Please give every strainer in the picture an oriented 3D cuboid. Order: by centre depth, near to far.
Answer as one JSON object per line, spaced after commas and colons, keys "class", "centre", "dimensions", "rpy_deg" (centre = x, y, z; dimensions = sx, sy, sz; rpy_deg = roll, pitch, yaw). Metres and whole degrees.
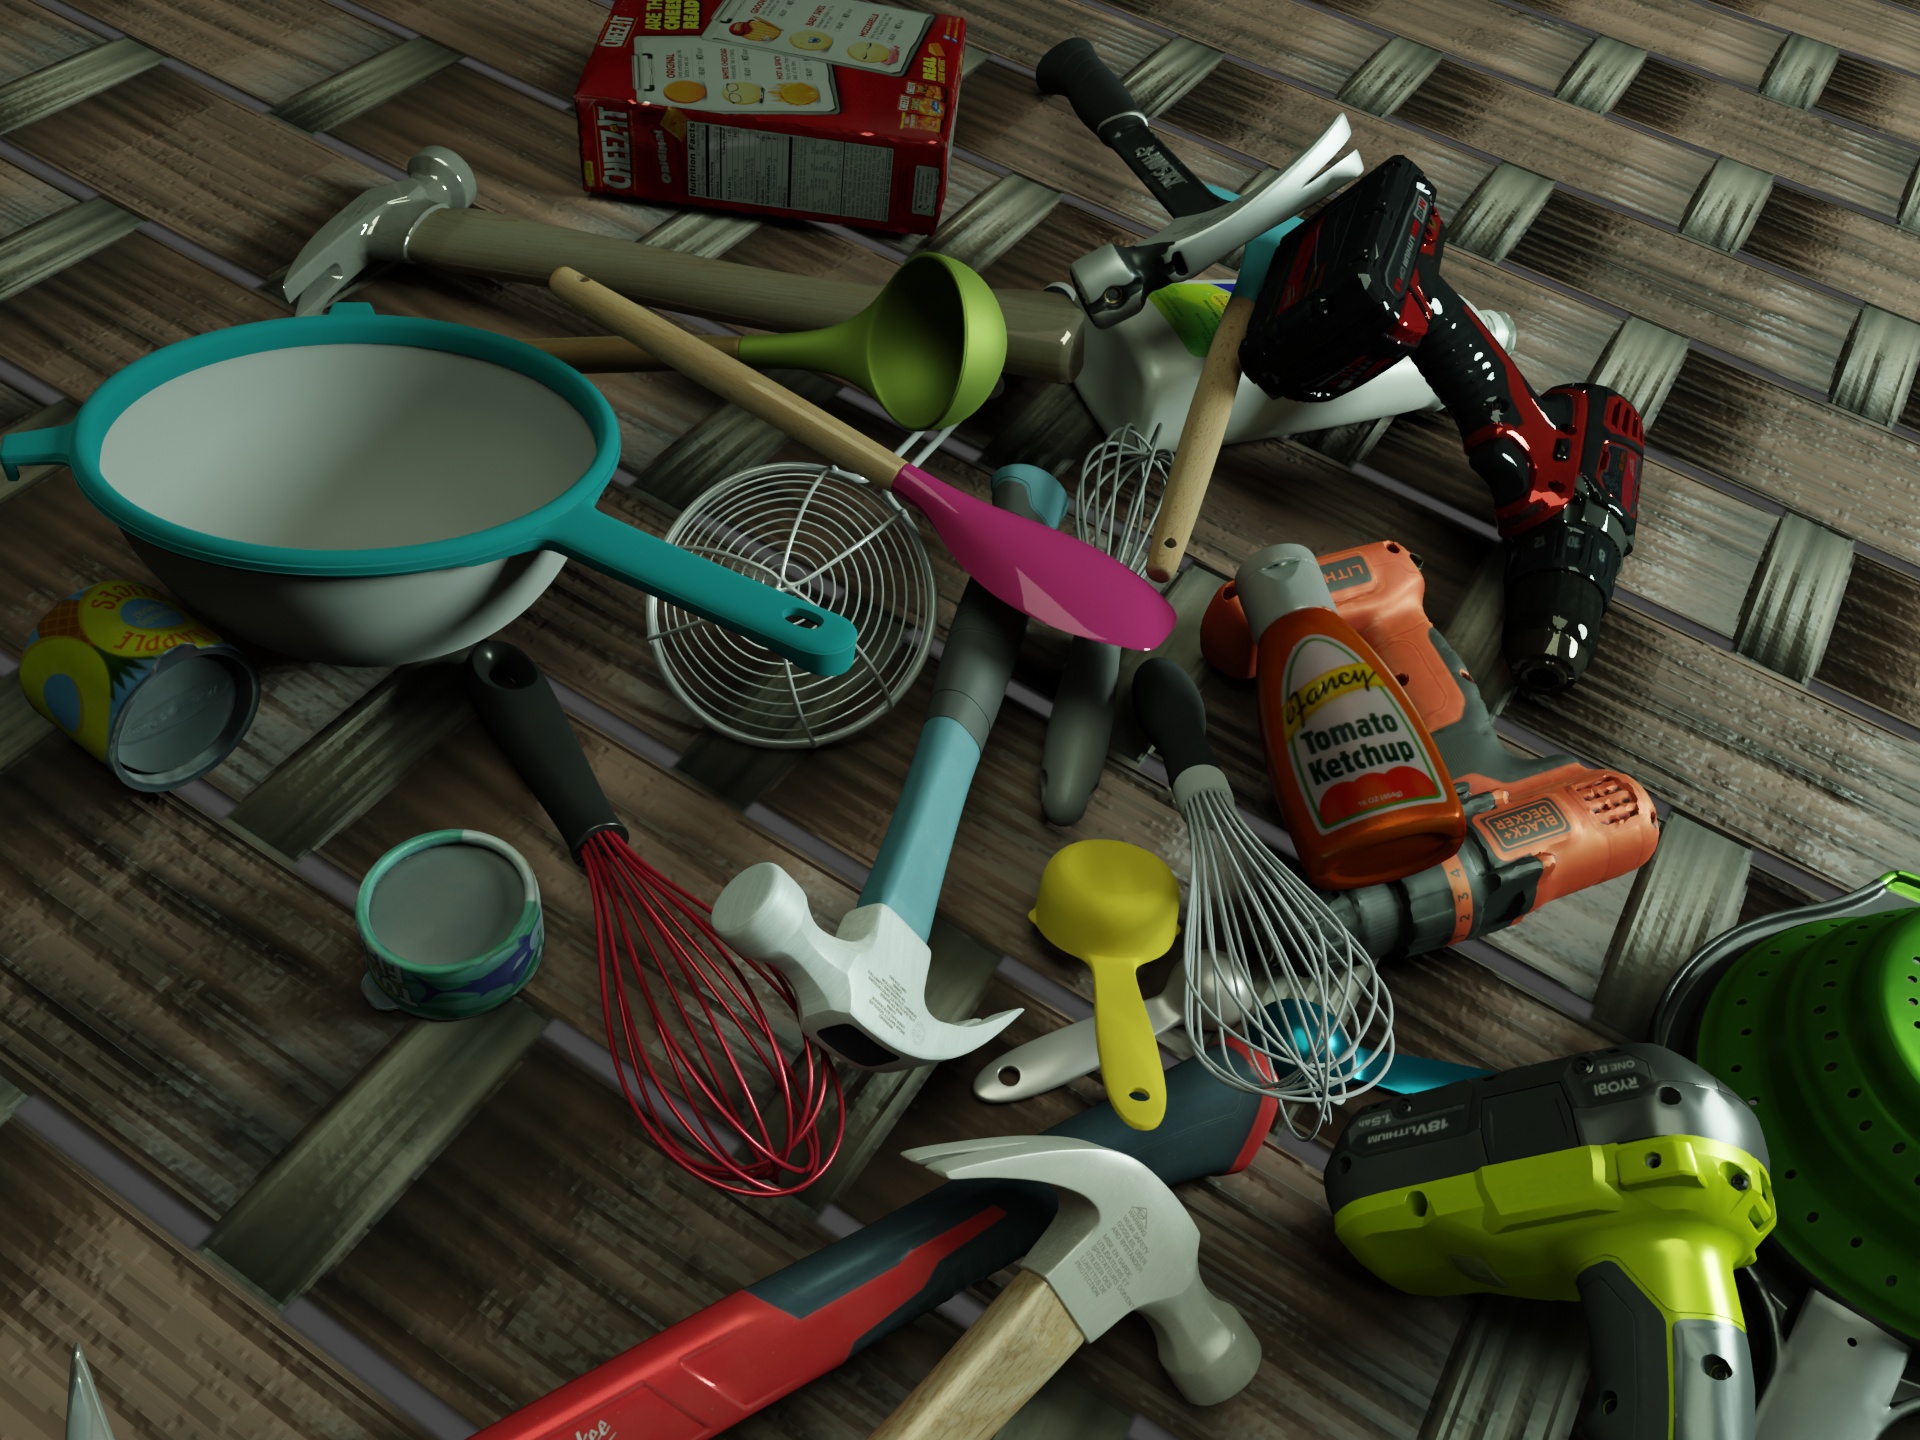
{"class": "strainer", "centre": [-0.196, -0.063, 0.659], "dimensions": [0.340, 0.095, 0.211], "rpy_deg": [24, 39, 16]}

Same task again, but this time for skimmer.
{"class": "skimmer", "centre": [-0.023, -0.123, 0.791], "dimensions": [0.127, 0.090, 0.363], "rpy_deg": [32, 41, 3]}

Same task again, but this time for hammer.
{"class": "hammer", "centre": [-0.052, 0.246, 0.448], "dimensions": [0.331, 0.031, 0.130], "rpy_deg": [-38, 103, -26]}
{"class": "hammer", "centre": [-0.057, 0.174, 0.493], "dimensions": [0.386, 0.038, 0.143], "rpy_deg": [-21, 96, -28]}
{"class": "hammer", "centre": [-0.001, -0.002, 0.648], "dimensions": [0.033, 0.128, 0.331], "rpy_deg": [-20, 33, 32]}
{"class": "hammer", "centre": [-0.140, -0.216, 0.807], "dimensions": [0.411, 0.038, 0.146], "rpy_deg": [14, 50, 15]}
{"class": "hammer", "centre": [0.101, -0.338, 0.910], "dimensions": [0.149, 0.036, 0.409], "rpy_deg": [-26, 33, 9]}

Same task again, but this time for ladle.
{"class": "ladle", "centre": [-0.131, -0.174, 0.747], "dimensions": [0.320, 0.078, 0.062], "rpy_deg": [3, 6, 18]}

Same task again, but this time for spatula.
{"class": "spatula", "centre": [0.131, -0.178, 0.782], "dimensions": [0.082, 0.044, 0.318], "rpy_deg": [22, 55, 0]}

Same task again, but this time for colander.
{"class": "colander", "centre": [0.310, 0.181, 0.521], "dimensions": [0.205, 0.094, 0.397], "rpy_deg": [31, 58, 23]}

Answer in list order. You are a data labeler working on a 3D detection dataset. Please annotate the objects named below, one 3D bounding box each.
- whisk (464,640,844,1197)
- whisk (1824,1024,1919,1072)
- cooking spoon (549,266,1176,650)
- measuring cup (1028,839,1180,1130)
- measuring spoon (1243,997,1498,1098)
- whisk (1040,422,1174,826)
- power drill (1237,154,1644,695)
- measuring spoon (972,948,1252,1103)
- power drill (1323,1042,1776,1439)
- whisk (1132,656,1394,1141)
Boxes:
{"class": "whisk", "centre": [-0.130, 0.061, 0.605], "dimensions": [0.073, 0.073, 0.296], "rpy_deg": [-21, 50, -24]}
{"class": "whisk", "centre": [0.447, 0.122, 0.650], "dimensions": [0.245, 0.047, 0.051], "rpy_deg": [-3, 52, -7]}
{"class": "cooking spoon", "centre": [-0.048, -0.118, 0.688], "dimensions": [0.319, 0.017, 0.069], "rpy_deg": [31, 40, 10]}
{"class": "measuring cup", "centre": [0.060, 0.090, 0.586], "dimensions": [0.062, 0.029, 0.157], "rpy_deg": [5, 25, -4]}
{"class": "measuring spoon", "centre": [0.174, 0.132, 0.610], "dimensions": [0.128, 0.021, 0.042], "rpy_deg": [12, 50, 3]}
{"class": "whisk", "centre": [0.068, -0.051, 0.734], "dimensions": [0.055, 0.055, 0.239], "rpy_deg": [13, 54, 2]}
{"class": "power drill", "centre": [0.242, -0.136, 0.766], "dimensions": [0.226, 0.080, 0.188], "rpy_deg": [38, 53, -20]}
{"class": "measuring spoon", "centre": [0.060, 0.117, 0.609], "dimensions": [0.124, 0.018, 0.034], "rpy_deg": [-19, 56, -22]}
{"class": "power drill", "centre": [0.181, 0.222, 0.470], "dimensions": [0.171, 0.080, 0.223], "rpy_deg": [-21, 42, 27]}
{"class": "whisk", "centre": [0.100, 0.046, 0.611], "dimensions": [0.070, 0.070, 0.285], "rpy_deg": [3, 30, -7]}
